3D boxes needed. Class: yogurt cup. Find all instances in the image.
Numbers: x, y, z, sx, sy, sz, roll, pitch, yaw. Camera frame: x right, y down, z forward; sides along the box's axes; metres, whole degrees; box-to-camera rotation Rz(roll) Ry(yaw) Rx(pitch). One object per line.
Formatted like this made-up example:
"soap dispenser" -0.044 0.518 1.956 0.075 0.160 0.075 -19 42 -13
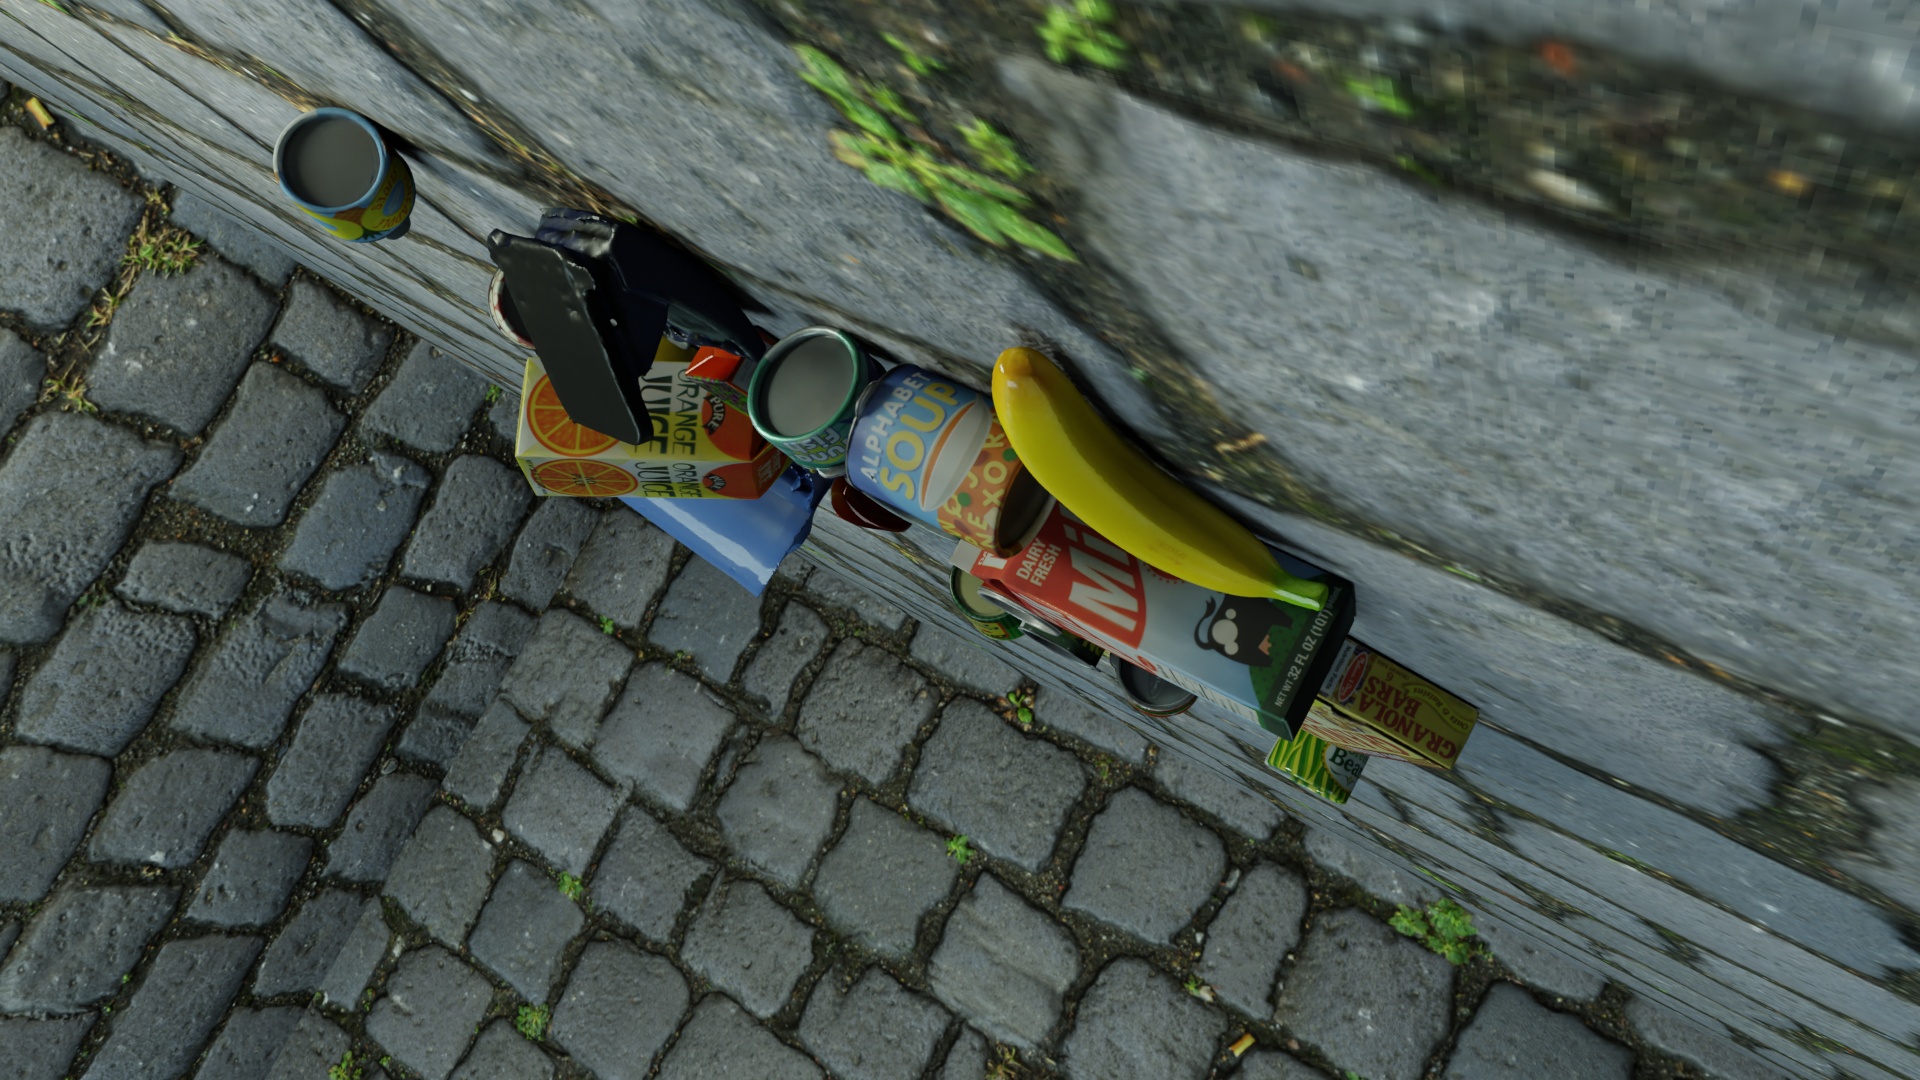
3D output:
"yogurt cup" 0.054 0.030 0.997 0.072 0.054 0.072 29 174 4

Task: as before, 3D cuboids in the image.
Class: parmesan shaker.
"parmesan shaker" 0.028 0.041 1.151 0.071 0.071 0.103 27 173 15

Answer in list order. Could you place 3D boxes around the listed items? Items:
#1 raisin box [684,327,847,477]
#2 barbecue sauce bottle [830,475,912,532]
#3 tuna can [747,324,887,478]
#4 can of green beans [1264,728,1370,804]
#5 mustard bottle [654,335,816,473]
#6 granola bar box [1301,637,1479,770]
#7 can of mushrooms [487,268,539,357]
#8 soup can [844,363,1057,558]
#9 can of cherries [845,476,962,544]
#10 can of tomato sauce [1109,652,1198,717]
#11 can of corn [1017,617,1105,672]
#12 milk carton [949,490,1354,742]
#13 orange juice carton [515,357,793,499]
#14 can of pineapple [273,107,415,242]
"raisin box" -0.097 -0.082 0.848 0.123 0.040 0.086 32 172 -29
"barbecue sauce bottle" -0.077 -0.034 1.123 0.065 0.044 0.148 31 174 -13
"tuna can" -0.070 -0.068 0.684 0.071 0.071 0.032 25 172 33
"can of green beans" 0.267 0.154 1.025 0.071 0.058 0.071 29 173 4
"mustard bottle" -0.170 -0.094 1.023 0.160 0.049 0.065 32 167 -28
"granola bar box" 0.207 0.084 0.813 0.124 0.039 0.165 29 174 -2
"can of mushrooms" -0.269 -0.153 0.900 0.071 0.071 0.033 32 171 -26
"soup can" -0.002 -0.038 0.645 0.084 0.071 0.071 26 173 23
"can of cherries" -0.017 -0.040 0.735 0.071 0.058 0.071 29 175 3
"can of tomato sauce" 0.151 0.100 1.060 0.071 0.071 0.083 28 174 13
"can of corn" 0.088 0.058 1.051 0.071 0.058 0.071 29 173 4
"milk carton" 0.089 0.020 0.681 0.191 0.072 0.073 26 173 21
"orange juice carton" -0.190 -0.073 0.929 0.193 0.073 0.071 1 160 -5
"can of pineapple" -0.368 -0.219 0.837 0.071 0.071 0.058 30 173 -3
